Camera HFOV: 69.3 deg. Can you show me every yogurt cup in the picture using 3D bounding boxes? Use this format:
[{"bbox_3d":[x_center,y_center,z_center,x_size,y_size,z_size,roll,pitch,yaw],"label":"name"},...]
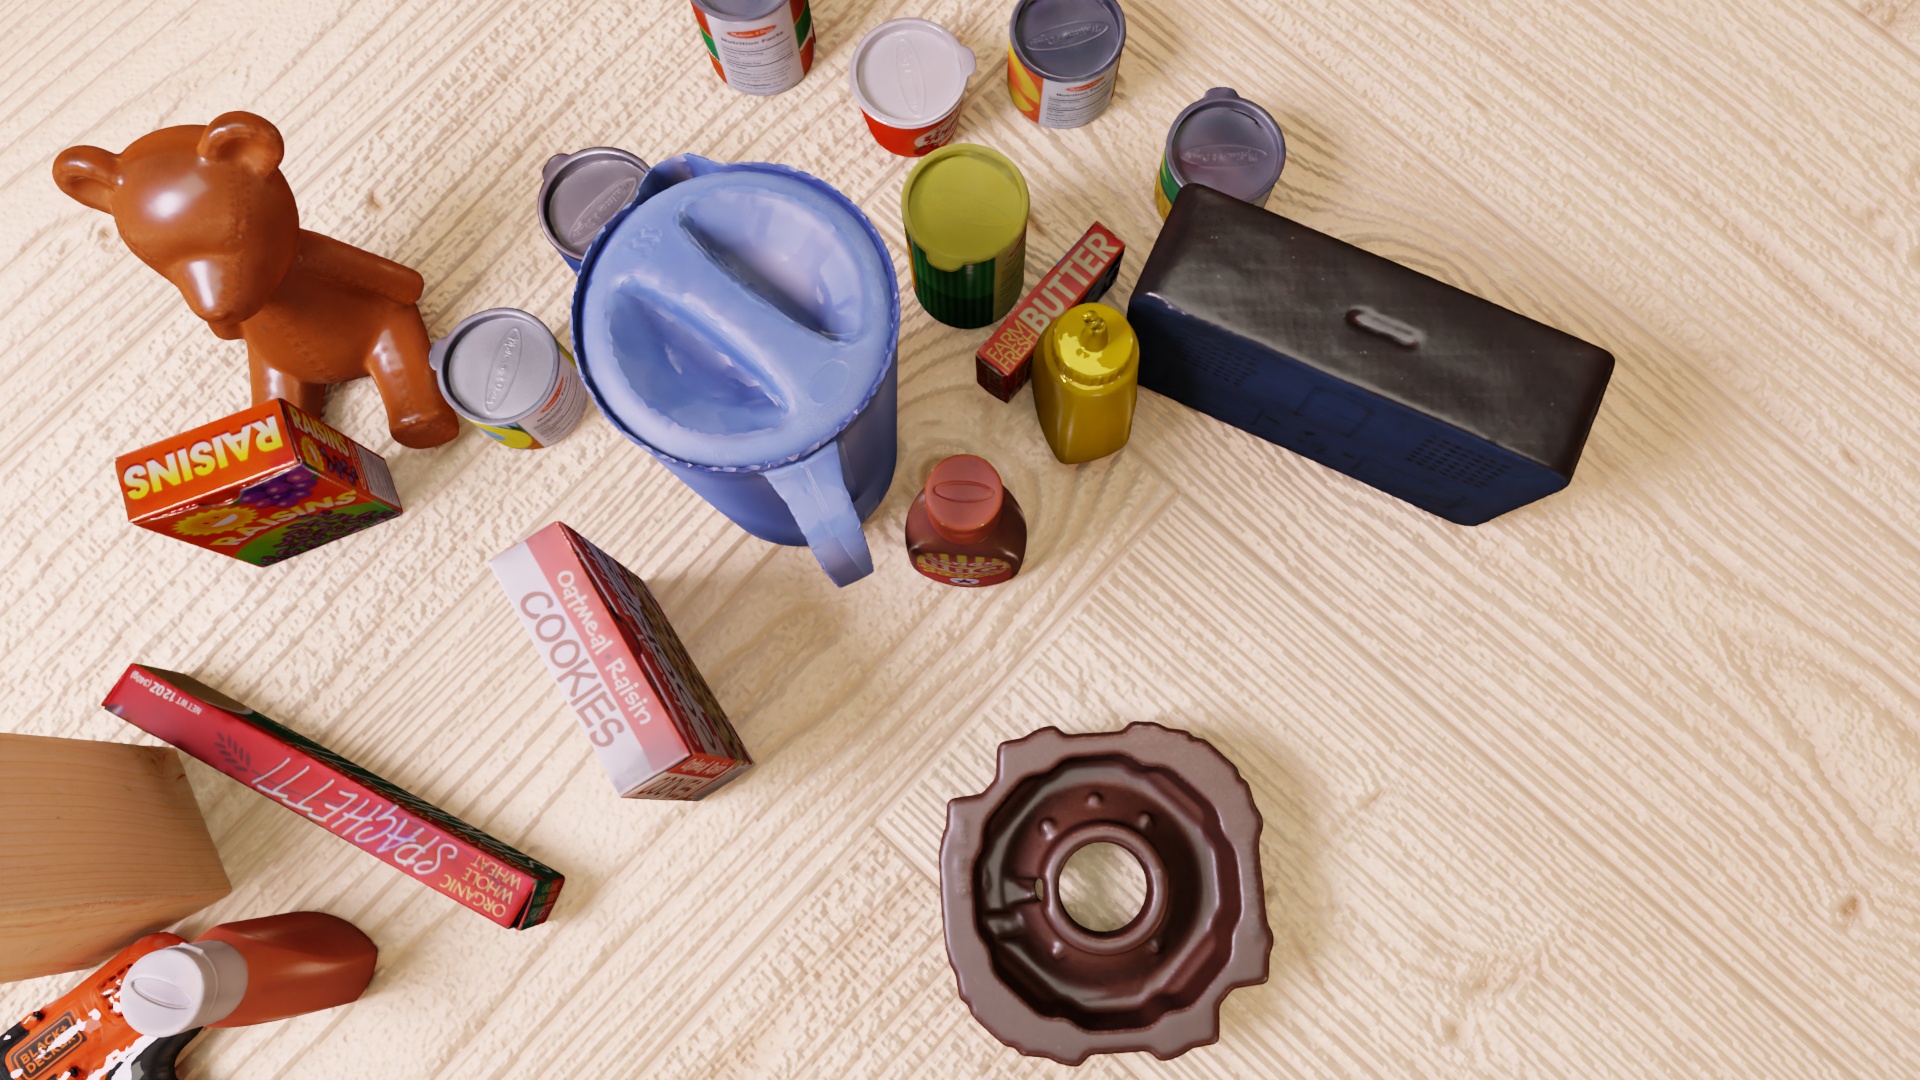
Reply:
[{"bbox_3d":[-0.029,-0.258,0.803,0.072,0.054,0.072,0,78,1],"label":"yogurt cup"}]

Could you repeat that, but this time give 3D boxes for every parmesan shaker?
[{"bbox_3d":[0.002,-0.160,0.757,0.071,0.103,0.071,0,79,1],"label":"parmesan shaker"}]

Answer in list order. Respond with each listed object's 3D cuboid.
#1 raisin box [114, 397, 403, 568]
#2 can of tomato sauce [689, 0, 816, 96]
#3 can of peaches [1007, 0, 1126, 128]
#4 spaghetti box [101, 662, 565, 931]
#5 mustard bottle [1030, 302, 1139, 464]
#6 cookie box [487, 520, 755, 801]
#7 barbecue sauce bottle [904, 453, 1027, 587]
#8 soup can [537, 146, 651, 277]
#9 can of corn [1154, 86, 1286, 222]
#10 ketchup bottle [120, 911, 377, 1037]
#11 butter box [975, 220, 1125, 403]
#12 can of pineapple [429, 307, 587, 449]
[{"bbox_3d":[-0.360,-0.026,0.722,0.086,0.123,0.040,-21,79,-3],"label":"raisin box"},{"bbox_3d":[-0.120,-0.308,0.800,0.071,0.083,0.071,0,79,1],"label":"can of tomato sauce"},{"bbox_3d":[0.060,-0.283,0.806,0.071,0.058,0.071,0,78,1],"label":"can of peaches"},{"bbox_3d":[-0.324,0.133,0.726,0.250,0.050,0.029,26,80,6],"label":"spaghetti box"},{"bbox_3d":[0.065,-0.085,0.712,0.049,0.160,0.065,-17,79,-3],"label":"mustard bottle"},{"bbox_3d":[-0.159,0.065,0.679,0.040,0.167,0.123,-32,80,-5],"label":"cookie box"},{"bbox_3d":[0.003,-0.009,0.702,0.065,0.148,0.044,4,79,1],"label":"barbecue sauce bottle"},{"bbox_3d":[-0.191,-0.171,0.771,0.071,0.083,0.071,0,79,1],"label":"soup can"},{"bbox_3d":[0.146,-0.211,0.790,0.071,0.058,0.071,0,78,1],"label":"can of corn"},{"bbox_3d":[-0.338,0.205,0.660,0.065,0.148,0.043,18,80,4],"label":"ketchup bottle"},{"bbox_3d":[0.050,-0.126,0.775,0.024,0.053,0.103,40,81,8],"label":"butter box"},{"bbox_3d":[-0.247,-0.089,0.768,0.071,0.057,0.071,0,78,1],"label":"can of pineapple"}]
